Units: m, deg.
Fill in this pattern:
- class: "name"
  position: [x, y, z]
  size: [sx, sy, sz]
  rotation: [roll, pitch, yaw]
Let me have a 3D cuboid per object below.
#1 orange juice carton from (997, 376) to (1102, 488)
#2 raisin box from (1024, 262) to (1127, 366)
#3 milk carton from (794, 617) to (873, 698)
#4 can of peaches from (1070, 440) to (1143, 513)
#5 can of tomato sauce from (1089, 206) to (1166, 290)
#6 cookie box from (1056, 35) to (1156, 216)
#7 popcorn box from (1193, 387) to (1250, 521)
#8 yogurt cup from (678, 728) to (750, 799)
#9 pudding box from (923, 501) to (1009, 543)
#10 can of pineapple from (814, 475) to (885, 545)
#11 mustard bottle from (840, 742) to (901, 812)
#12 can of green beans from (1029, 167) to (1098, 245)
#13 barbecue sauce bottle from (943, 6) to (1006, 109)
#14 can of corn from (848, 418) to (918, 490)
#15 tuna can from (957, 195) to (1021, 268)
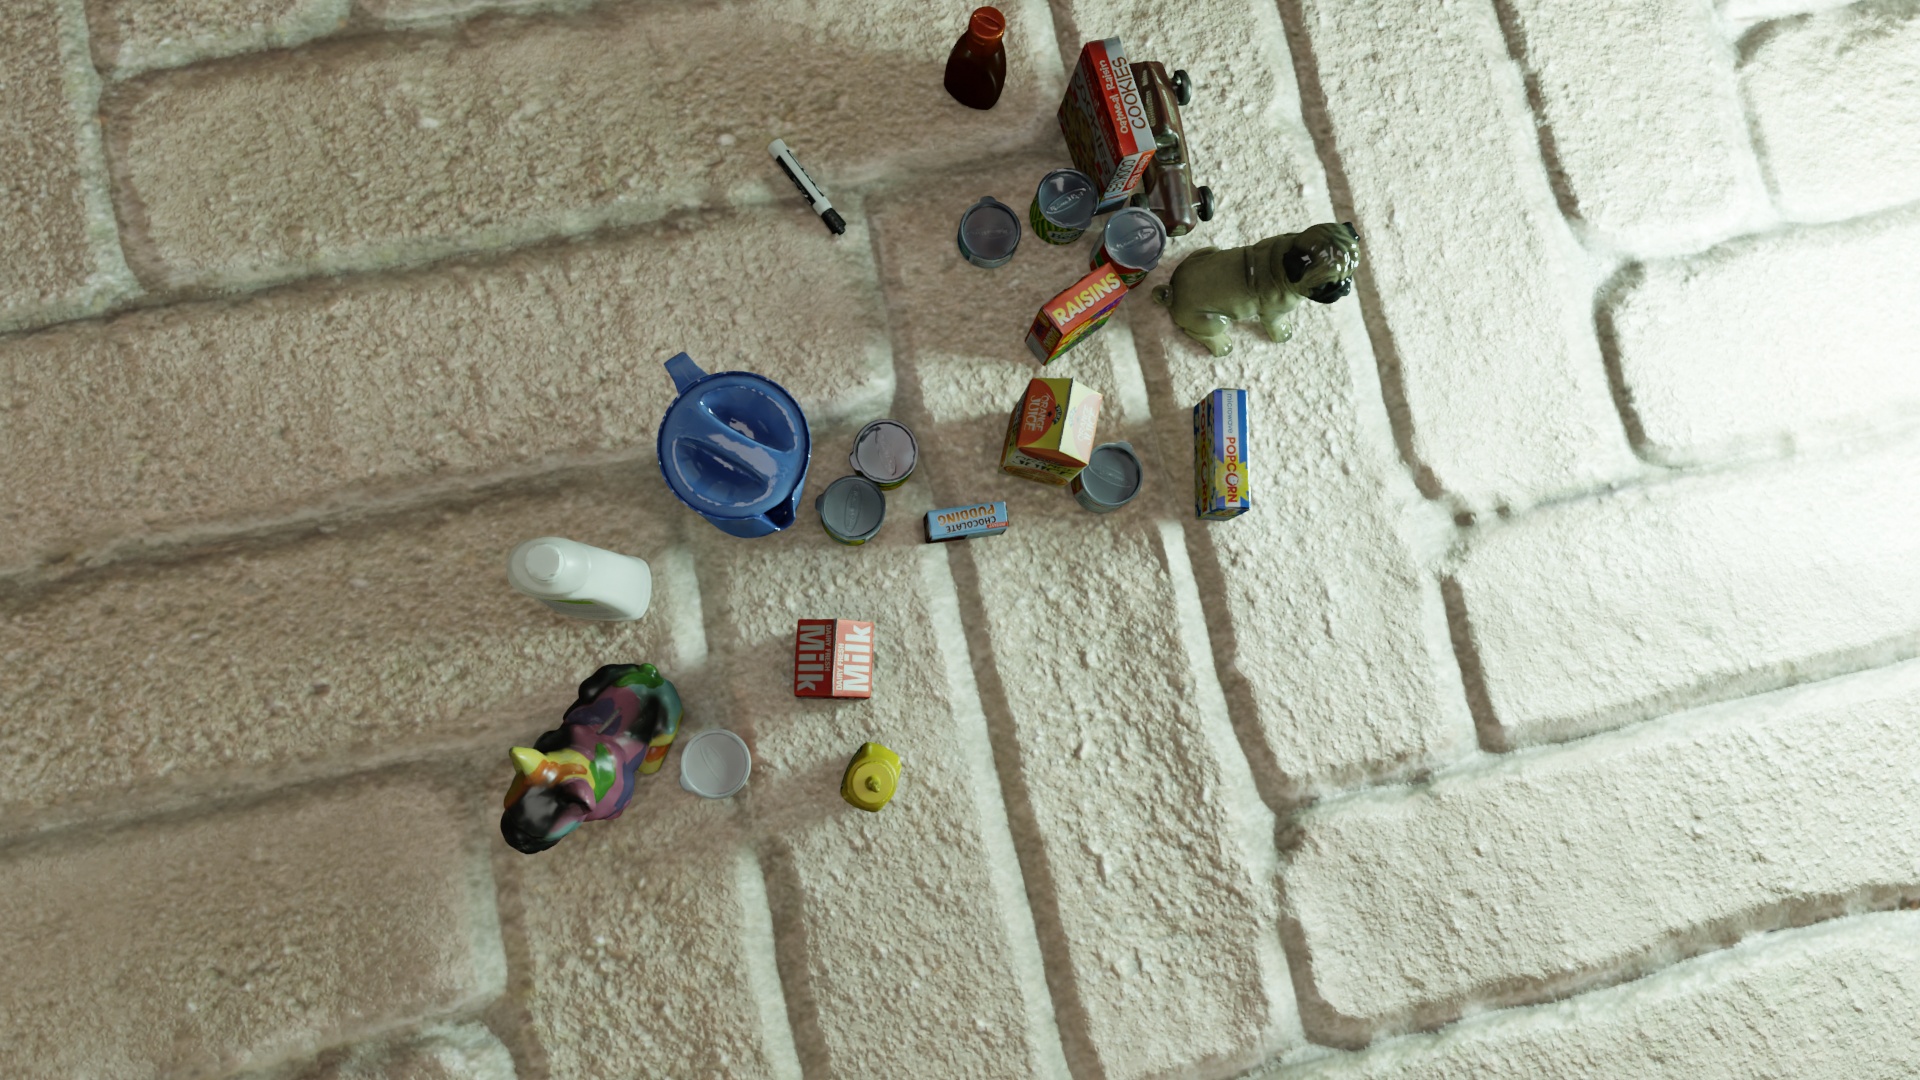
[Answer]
- class: "orange juice carton"
  position: [0.090, -0.107, 1.377]
  size: [0.073, 0.192, 0.072]
  rotation: [14, 82, -4]
- class: "raisin box"
  position: [0.118, -0.232, 1.431]
  size: [0.086, 0.123, 0.040]
  rotation: [-35, 87, -9]
- class: "milk carton"
  position: [-0.121, 0.115, 1.326]
  size: [0.073, 0.190, 0.072]
  rotation: [2, 83, -5]
- class: "can of peaches"
  position: [0.153, -0.066, 1.445]
  size: [0.071, 0.058, 0.071]
  rotation: [1, 83, -6]
- class: "can of tomato sauce"
  position: [0.177, -0.305, 1.467]
  size: [0.071, 0.083, 0.071]
  rotation: [1, 83, -6]
- class: "cookie box"
  position: [0.148, -0.425, 1.438]
  size: [0.040, 0.167, 0.123]
  rotation: [-17, 85, -7]
- class: "popcorn box"
  position: [0.272, -0.088, 1.447]
  size: [0.038, 0.085, 0.127]
  rotation: [1, 82, -5]
- class: "yogurt cup"
  position: [-0.240, 0.220, 1.370]
  size: [0.072, 0.054, 0.072]
  rotation: [1, 83, -6]
- class: "pudding box"
  position: [0.005, -0.018, 1.428]
  size: [0.084, 0.049, 0.030]
  rotation: [-8, 84, -7]
- class: "can of pineapple"
  position: [-0.111, -0.030, 1.414]
  size: [0.071, 0.058, 0.071]
  rotation: [1, 83, -6]
- class: "mustard bottle"
  position: [-0.085, 0.228, 1.330]
  size: [0.049, 0.160, 0.065]
  rotation: [26, 81, -2]
- class: "can of green beans"
  position: [0.109, -0.355, 1.480]
  size: [0.071, 0.057, 0.071]
  rotation: [1, 83, -6]
- class: "barbecue sauce bottle"
  position: [0.020, -0.503, 1.445]
  size: [0.065, 0.148, 0.044]
  rotation: [27, 81, -2]
- class: "can of corn"
  position: [-0.080, -0.086, 1.425]
  size: [0.071, 0.058, 0.071]
  rotation: [1, 83, -6]
- class: "tuna can"
  position: [0.030, -0.328, 1.481]
  size: [0.071, 0.033, 0.071]
  rotation: [1, 82, -6]
